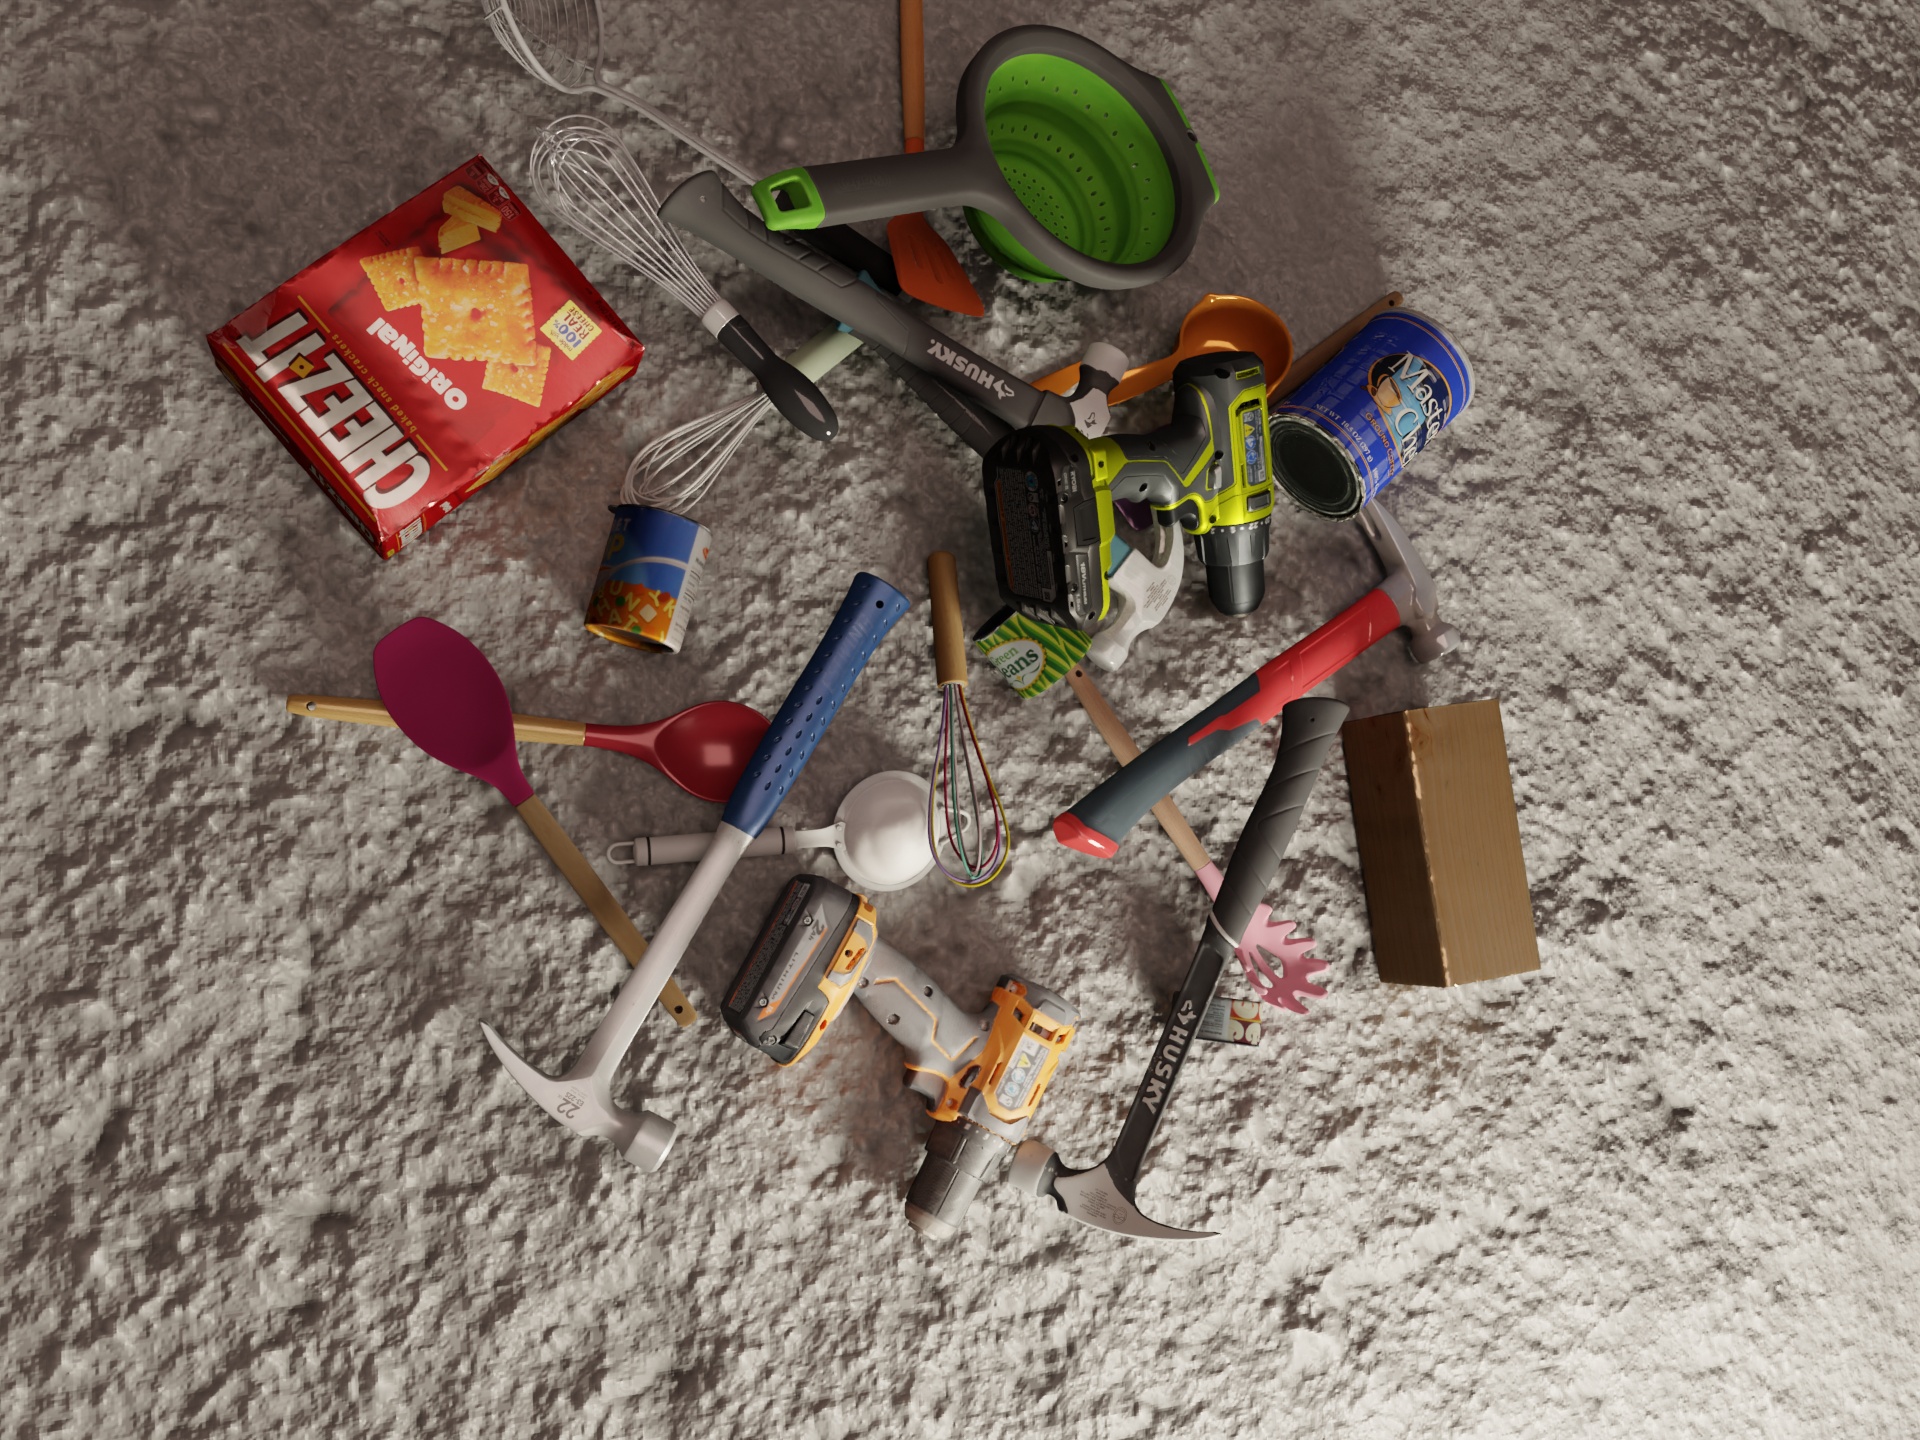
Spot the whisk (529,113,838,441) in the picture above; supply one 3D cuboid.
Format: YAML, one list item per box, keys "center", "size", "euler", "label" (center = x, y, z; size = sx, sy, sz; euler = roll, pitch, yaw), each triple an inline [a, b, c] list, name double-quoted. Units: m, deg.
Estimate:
- center: [-0.184, -0.293, 1.066]
  size: [0.284, 0.070, 0.070]
  euler: [46, 72, -1]
  label: "whisk"

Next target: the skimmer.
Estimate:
- center: [-0.167, -0.417, 1.090]
  size: [0.363, 0.090, 0.127]
  euler: [31, 44, -16]
  label: "skimmer"

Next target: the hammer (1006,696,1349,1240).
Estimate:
- center: [0.182, 0.167, 1.118]
  size: [0.149, 0.036, 0.409]
  euler: [22, 80, 20]
  label: "hammer"

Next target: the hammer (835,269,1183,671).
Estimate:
- center: [0.035, -0.190, 1.147]
  size: [0.330, 0.033, 0.128]
  euler: [43, 77, -16]
  label: "hammer"

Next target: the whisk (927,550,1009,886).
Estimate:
- center: [0.000, -0.004, 1.114]
  size: [0.051, 0.047, 0.245]
  euler: [20, 60, -55]
  label: "whisk"

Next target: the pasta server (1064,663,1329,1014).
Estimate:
- center: [0.169, 0.084, 1.181]
  size: [0.060, 0.040, 0.316]
  euler: [-36, 95, -25]
  label: "pasta server"

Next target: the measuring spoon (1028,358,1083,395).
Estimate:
- center: [0.067, -0.250, 1.193]
  size: [0.117, 0.011, 0.021]
  euler: [-33, 95, -19]
  label: "measuring spoon"

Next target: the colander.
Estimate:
- center: [0.008, -0.362, 1.103]
  size: [0.397, 0.094, 0.204]
  euler: [-23, 86, -37]
  label: "colander"

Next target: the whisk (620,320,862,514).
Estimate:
- center: [-0.140, -0.222, 1.106]
  size: [0.246, 0.059, 0.057]
  euler: [-43, 135, -21]
  label: "whisk"

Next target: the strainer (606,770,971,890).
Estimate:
- center: [-0.110, 0.083, 1.086]
  size: [0.258, 0.050, 0.087]
  euler: [-4, 100, -16]
  label: "strainer"

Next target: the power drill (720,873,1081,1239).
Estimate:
- center: [-0.048, 0.227, 1.073]
  size: [0.226, 0.084, 0.185]
  euler: [32, 77, -18]
  label: "power drill"

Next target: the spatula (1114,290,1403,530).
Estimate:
- center: [0.237, -0.254, 1.249]
  size: [0.316, 0.018, 0.059]
  euler: [-37, 98, -18]
  label: "spatula"

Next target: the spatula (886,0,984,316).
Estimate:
- center: [-0.028, -0.450, 1.167]
  size: [0.081, 0.041, 0.323]
  euler: [5, 80, -42]
  label: "spatula"

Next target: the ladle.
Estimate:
- center: [-0.273, 0.008, 1.044]
  size: [0.315, 0.031, 0.069]
  euler: [7, 86, -16]
  label: "ladle"

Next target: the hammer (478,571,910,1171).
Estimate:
- center: [-0.156, 0.078, 1.036]
  size: [0.144, 0.035, 0.405]
  euler: [32, 77, -10]
  label: "hammer"

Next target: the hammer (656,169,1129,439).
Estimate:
- center: [-0.051, -0.264, 1.080]
  size: [0.334, 0.035, 0.146]
  euler: [28, 82, -18]
  label: "hammer"

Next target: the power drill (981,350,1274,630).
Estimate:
- center: [0.133, -0.143, 1.111]
  size: [0.228, 0.080, 0.190]
  euler: [-22, 114, -33]
  label: "power drill"

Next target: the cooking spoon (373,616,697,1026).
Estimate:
- center: [-0.267, 0.072, 1.029]
  size: [0.069, 0.017, 0.318]
  euler: [-36, 102, -9]
  label: "cooking spoon"

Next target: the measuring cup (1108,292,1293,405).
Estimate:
- center: [0.166, -0.258, 1.204]
  size: [0.173, 0.052, 0.095]
  euler: [-23, 74, -13]
  label: "measuring cup"

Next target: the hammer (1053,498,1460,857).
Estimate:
- center: [0.213, -0.028, 1.189]
  size: [0.386, 0.038, 0.143]
  euler: [-33, 94, -25]
  label: "hammer"
